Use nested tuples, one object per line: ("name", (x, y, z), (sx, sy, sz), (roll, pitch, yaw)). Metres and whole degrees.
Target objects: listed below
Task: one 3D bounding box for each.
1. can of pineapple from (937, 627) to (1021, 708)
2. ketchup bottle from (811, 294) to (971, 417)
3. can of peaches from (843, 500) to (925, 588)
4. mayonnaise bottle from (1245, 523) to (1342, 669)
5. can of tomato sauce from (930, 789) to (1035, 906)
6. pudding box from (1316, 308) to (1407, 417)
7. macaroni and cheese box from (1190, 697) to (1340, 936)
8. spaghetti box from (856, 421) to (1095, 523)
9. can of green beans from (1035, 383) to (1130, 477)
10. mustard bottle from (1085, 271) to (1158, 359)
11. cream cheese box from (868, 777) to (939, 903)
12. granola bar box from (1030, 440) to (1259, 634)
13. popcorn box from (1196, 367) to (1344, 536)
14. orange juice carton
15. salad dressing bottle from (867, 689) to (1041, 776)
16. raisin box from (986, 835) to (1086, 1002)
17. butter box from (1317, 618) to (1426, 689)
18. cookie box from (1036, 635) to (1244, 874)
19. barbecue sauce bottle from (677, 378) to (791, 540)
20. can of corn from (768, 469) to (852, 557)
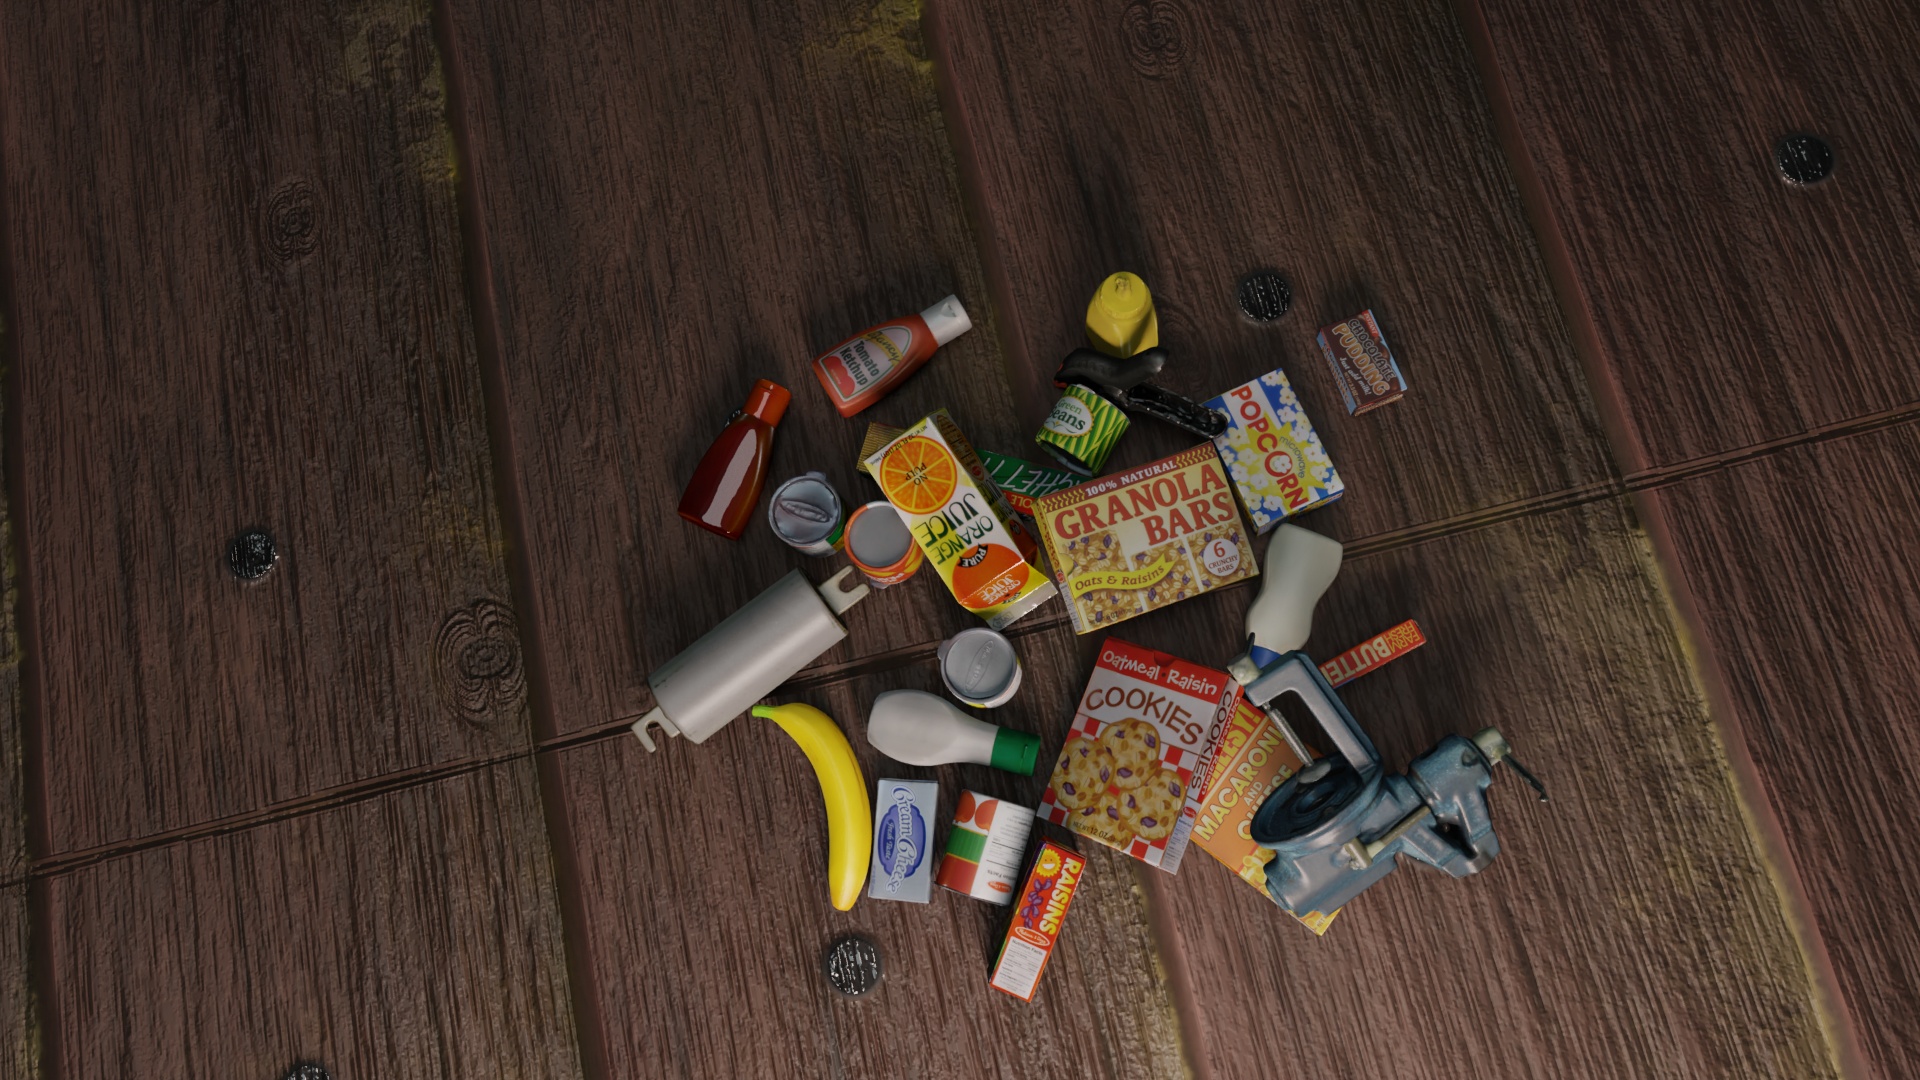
("can of pineapple", (0.018, 0.111, 1.214), (0.071, 0.057, 0.071), (-1, 77, 6))
("ketchup bottle", (-0.061, -0.177, 1.297), (0.149, 0.043, 0.065), (-31, 76, -2))
("can of peaches", (-0.068, 0.004, 1.248), (0.071, 0.058, 0.071), (-1, 77, 6))
("mayonnaise bottle", (0.279, 0.063, 1.204), (0.065, 0.041, 0.148), (21, 82, 8))
("can of tomato sauce", (0.020, 0.259, 1.177), (0.071, 0.071, 0.083), (15, 79, 10))
("pudding box", (0.361, -0.160, 1.250), (0.050, 0.030, 0.084), (-20, 76, 1))
("macaroni and cheese box", (0.267, 0.229, 1.167), (0.166, 0.040, 0.124), (36, 83, 13))
("spaghetti box", (0.031, -0.053, 1.265), (0.250, 0.028, 0.050), (15, 80, 10))
("can of green beans", (0.109, -0.098, 1.247), (0.071, 0.071, 0.058), (32, 83, 12))
("mustard bottle", (0.143, -0.198, 1.218), (0.049, 0.160, 0.065), (-42, 78, -5))
("cream cheese box", (-0.048, 0.260, 1.205), (0.053, 0.024, 0.104), (3, 78, 7))
("granola bar box", (0.161, -0.002, 1.209), (0.166, 0.039, 0.124), (-18, 85, -9))
("popcorn box", (0.274, -0.079, 1.238), (0.085, 0.038, 0.127), (-24, 76, 0))
("orange juice carton", (0.004, -0.015, 1.215), (0.071, 0.073, 0.192), (-34, 92, 17))
("salad dressing bottle", (-0.005, 0.171, 1.211), (0.148, 0.044, 0.064), (13, 77, 8))
("raisin box", (0.062, 0.310, 1.149), (0.040, 0.086, 0.123), (23, 81, 5))
("butter box", (0.340, 0.102, 1.181), (0.103, 0.053, 0.024), (-28, 78, 0))
("cookie box", (0.151, 0.177, 1.166), (0.123, 0.040, 0.167), (15, 77, 37))
("barbecue sauce bottle", (-0.204, -0.078, 1.291), (0.065, 0.043, 0.149), (22, 80, 11))
("can of corn", (-0.134, -0.023, 1.262), (0.071, 0.058, 0.071), (-1, 77, 7))
